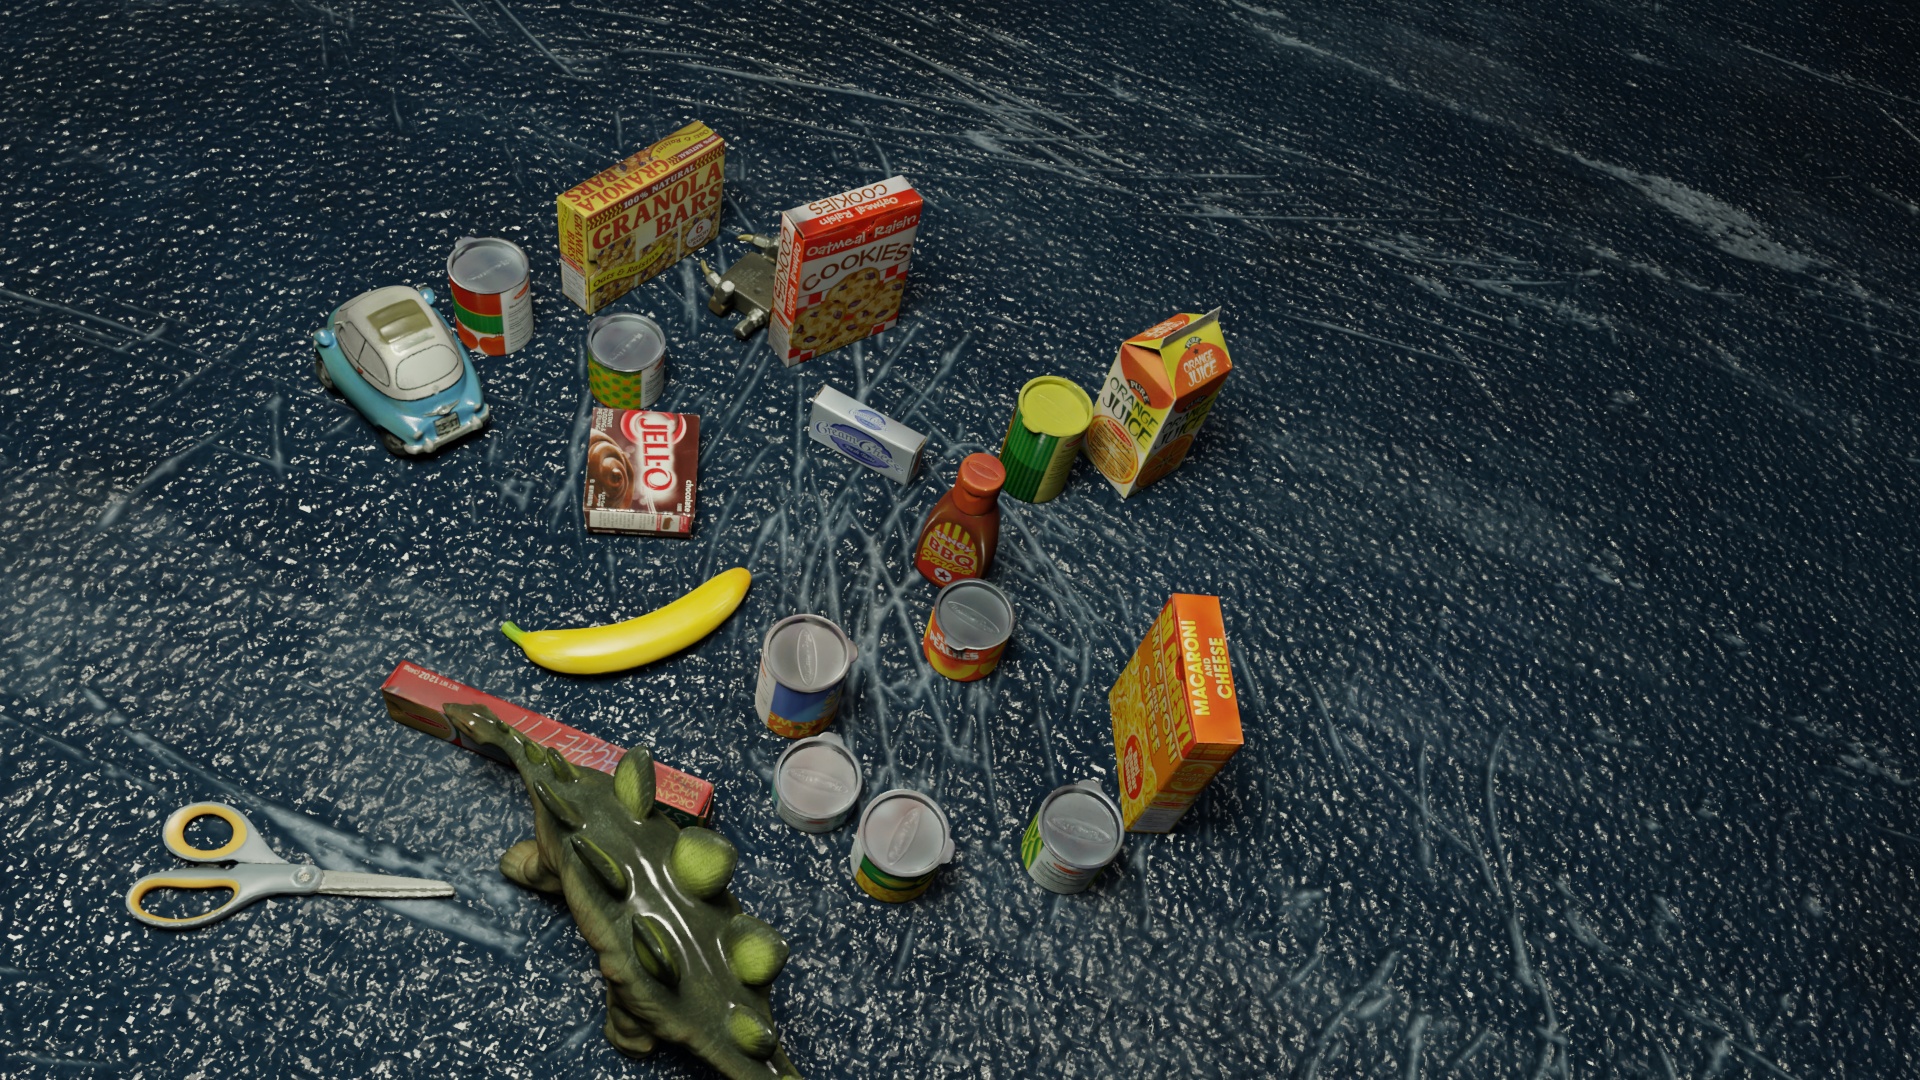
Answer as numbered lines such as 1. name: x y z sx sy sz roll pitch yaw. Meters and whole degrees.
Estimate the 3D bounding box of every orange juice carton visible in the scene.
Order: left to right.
1. orange juice carton: 0.175 -0.129 1.227 0.072 0.191 0.073 -29 67 -28

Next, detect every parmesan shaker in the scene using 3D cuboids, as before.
1. parmesan shaker: 0.070 -0.086 1.229 0.071 0.102 0.071 6 55 -9

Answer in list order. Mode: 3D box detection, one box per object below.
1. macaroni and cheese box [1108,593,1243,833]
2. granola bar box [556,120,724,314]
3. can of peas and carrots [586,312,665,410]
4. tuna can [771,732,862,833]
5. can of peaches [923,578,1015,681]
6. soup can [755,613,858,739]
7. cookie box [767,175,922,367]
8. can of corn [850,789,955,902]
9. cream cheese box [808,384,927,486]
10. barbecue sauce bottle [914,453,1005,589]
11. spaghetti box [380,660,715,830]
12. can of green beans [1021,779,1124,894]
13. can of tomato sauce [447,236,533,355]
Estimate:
1. macaroni and cheese box: 0.159 0.135 1.059 0.040 0.165 0.124 4 56 -11
2. granola bar box: -0.290 -0.296 1.273 0.039 0.123 0.166 39 57 14
3. can of peas and carrots: -0.295 -0.157 1.217 0.071 0.058 0.071 6 55 -9
4. tuna can: -0.108 0.182 1.046 0.071 0.032 0.071 6 55 -9
5. can of peaches: 0.005 0.075 1.130 0.071 0.057 0.071 6 55 -9
6. soup can: -0.119 0.105 1.064 0.071 0.083 0.072 6 55 -9
7. cookie box: -0.105 -0.241 1.253 0.123 0.166 0.040 -25 66 -27
8. can of corn: -0.043 0.225 1.016 0.071 0.058 0.071 6 55 -9
9. cream cheese box: -0.083 -0.092 1.226 0.104 0.053 0.024 28 55 6
10. barbecue sauce bottle: 0.004 -0.014 1.136 0.065 0.147 0.044 29 55 7
11. spaghetti box: -0.297 0.154 1.010 0.250 0.050 0.029 21 54 2
12. can of green beans: 0.084 0.226 1.046 0.071 0.057 0.071 6 55 -9
13. can of tomato sauce: -0.411 -0.213 1.213 0.071 0.082 0.071 6 55 -9
